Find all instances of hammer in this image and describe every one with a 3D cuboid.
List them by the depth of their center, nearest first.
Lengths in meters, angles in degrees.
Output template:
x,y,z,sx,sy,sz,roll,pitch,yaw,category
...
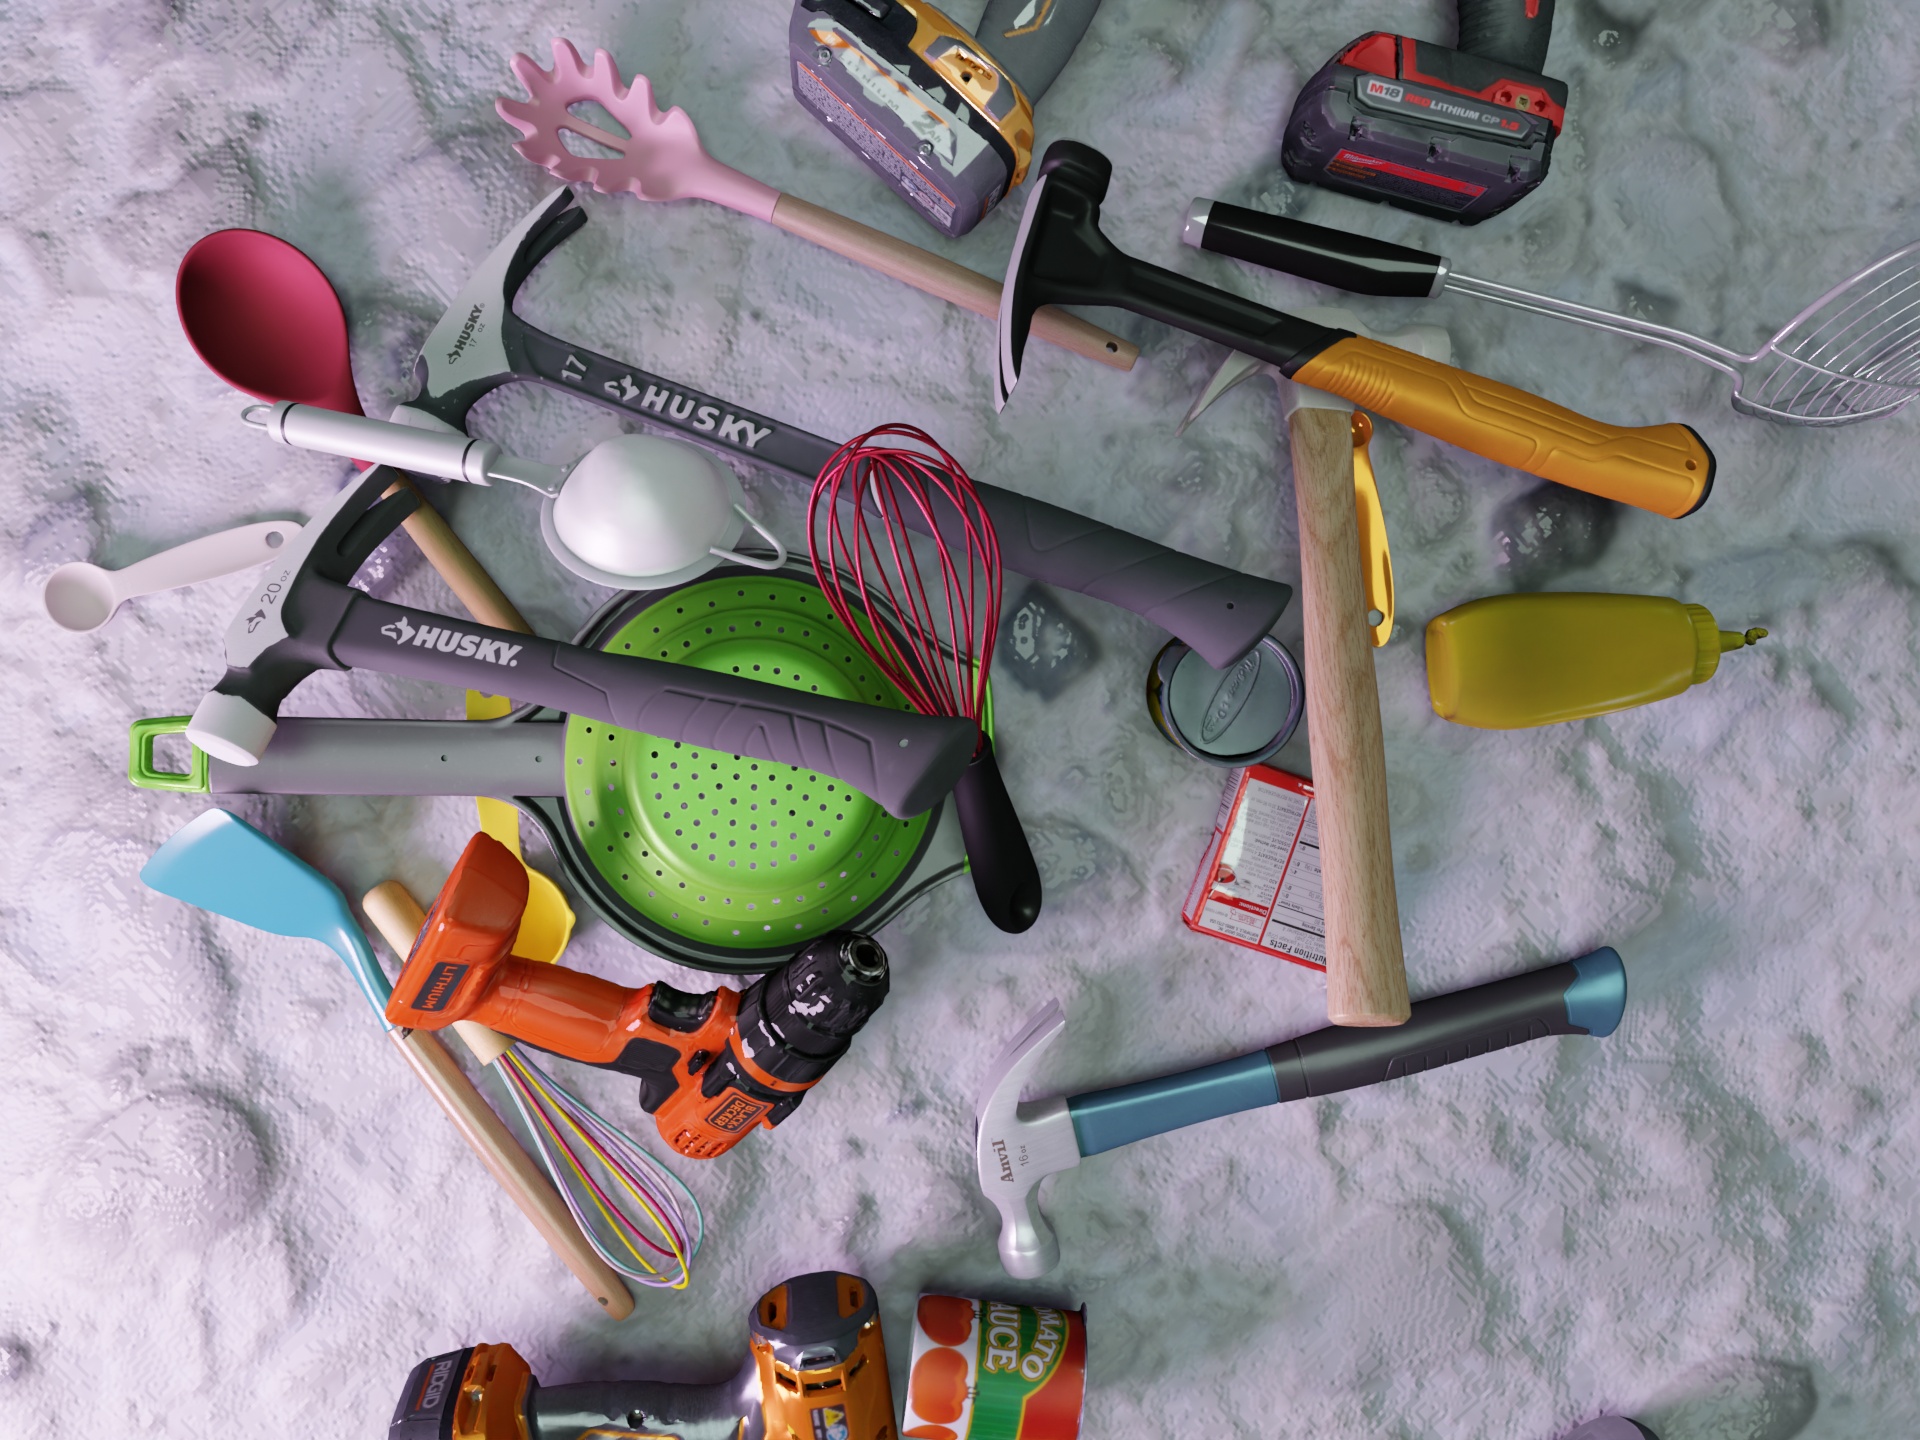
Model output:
x,y,z,sx,sy,sz,roll,pitch,yaw,category
-0.153,-0.021,0.661,0.335,0.035,0.146,12,66,17,hammer
-0.051,-0.116,0.709,0.409,0.036,0.149,21,82,9,hammer
0.181,-0.150,0.712,0.337,0.034,0.127,17,72,-7,hammer
0.167,-0.032,0.713,0.130,0.031,0.331,2,75,-11,hammer
0.167,0.172,0.782,0.331,0.033,0.128,-14,101,-2,hammer

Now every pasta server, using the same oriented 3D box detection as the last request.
x,y,z,sx,sy,sz,roll,pitch,yaw,category
-0.061,-0.232,0.748,0.316,0.040,0.060,22,94,-4,pasta server

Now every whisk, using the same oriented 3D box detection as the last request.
x,y,z,sx,sy,sz,roll,pitch,yaw,category
-0.001,-0.002,0.686,0.073,0.073,0.295,-17,133,0,whisk
-0.206,0.176,0.770,0.051,0.047,0.245,-38,90,-10,whisk

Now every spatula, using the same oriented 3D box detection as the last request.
x,y,z,sx,sy,sz,roll,pitch,yaw,category
-0.263,0.173,0.767,0.082,0.044,0.317,-32,98,31,spatula

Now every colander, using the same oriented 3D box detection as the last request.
x,y,z,sx,sy,sz,roll,pitch,yaw,category
-0.175,0.018,0.712,0.397,0.094,0.204,1,90,-8,colander

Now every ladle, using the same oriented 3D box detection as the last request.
x,y,z,sx,sy,sz,roll,pitch,yaw,category
-0.255,-0.095,0.758,0.069,0.031,0.315,-38,96,-6,ladle

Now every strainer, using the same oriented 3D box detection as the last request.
x,y,z,sx,sy,sz,roll,pitch,yaw,category
-0.198,-0.109,0.680,0.258,0.050,0.087,13,55,12,strainer

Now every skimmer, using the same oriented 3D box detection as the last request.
x,y,z,sx,sy,sz,roll,pitch,yaw,category
0.290,-0.214,0.743,0.363,0.127,0.090,17,70,9,skimmer

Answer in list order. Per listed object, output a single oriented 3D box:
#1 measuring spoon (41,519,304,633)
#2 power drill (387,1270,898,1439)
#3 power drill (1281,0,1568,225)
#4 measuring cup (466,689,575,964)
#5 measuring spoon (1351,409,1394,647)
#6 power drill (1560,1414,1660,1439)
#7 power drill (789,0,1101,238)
x,y,z,sx,sy,sz,roll,pitch,yaw,category
-0.375,-0.072,0.764,0.124,0.018,0.034,-18,94,-7,measuring spoon
-0.141,0.365,0.765,0.226,0.084,0.164,-9,102,-5,power drill
0.225,-0.356,0.730,0.143,0.078,0.219,14,91,-3,power drill
-0.221,0.049,0.772,0.062,0.029,0.156,-6,85,-7,measuring cup
0.197,-0.094,0.780,0.021,0.011,0.117,-9,98,-2,measuring spoon
0.295,0.484,0.789,0.228,0.080,0.190,-31,94,-2,power drill
0.017,-0.361,0.722,0.185,0.084,0.226,42,88,-3,power drill
